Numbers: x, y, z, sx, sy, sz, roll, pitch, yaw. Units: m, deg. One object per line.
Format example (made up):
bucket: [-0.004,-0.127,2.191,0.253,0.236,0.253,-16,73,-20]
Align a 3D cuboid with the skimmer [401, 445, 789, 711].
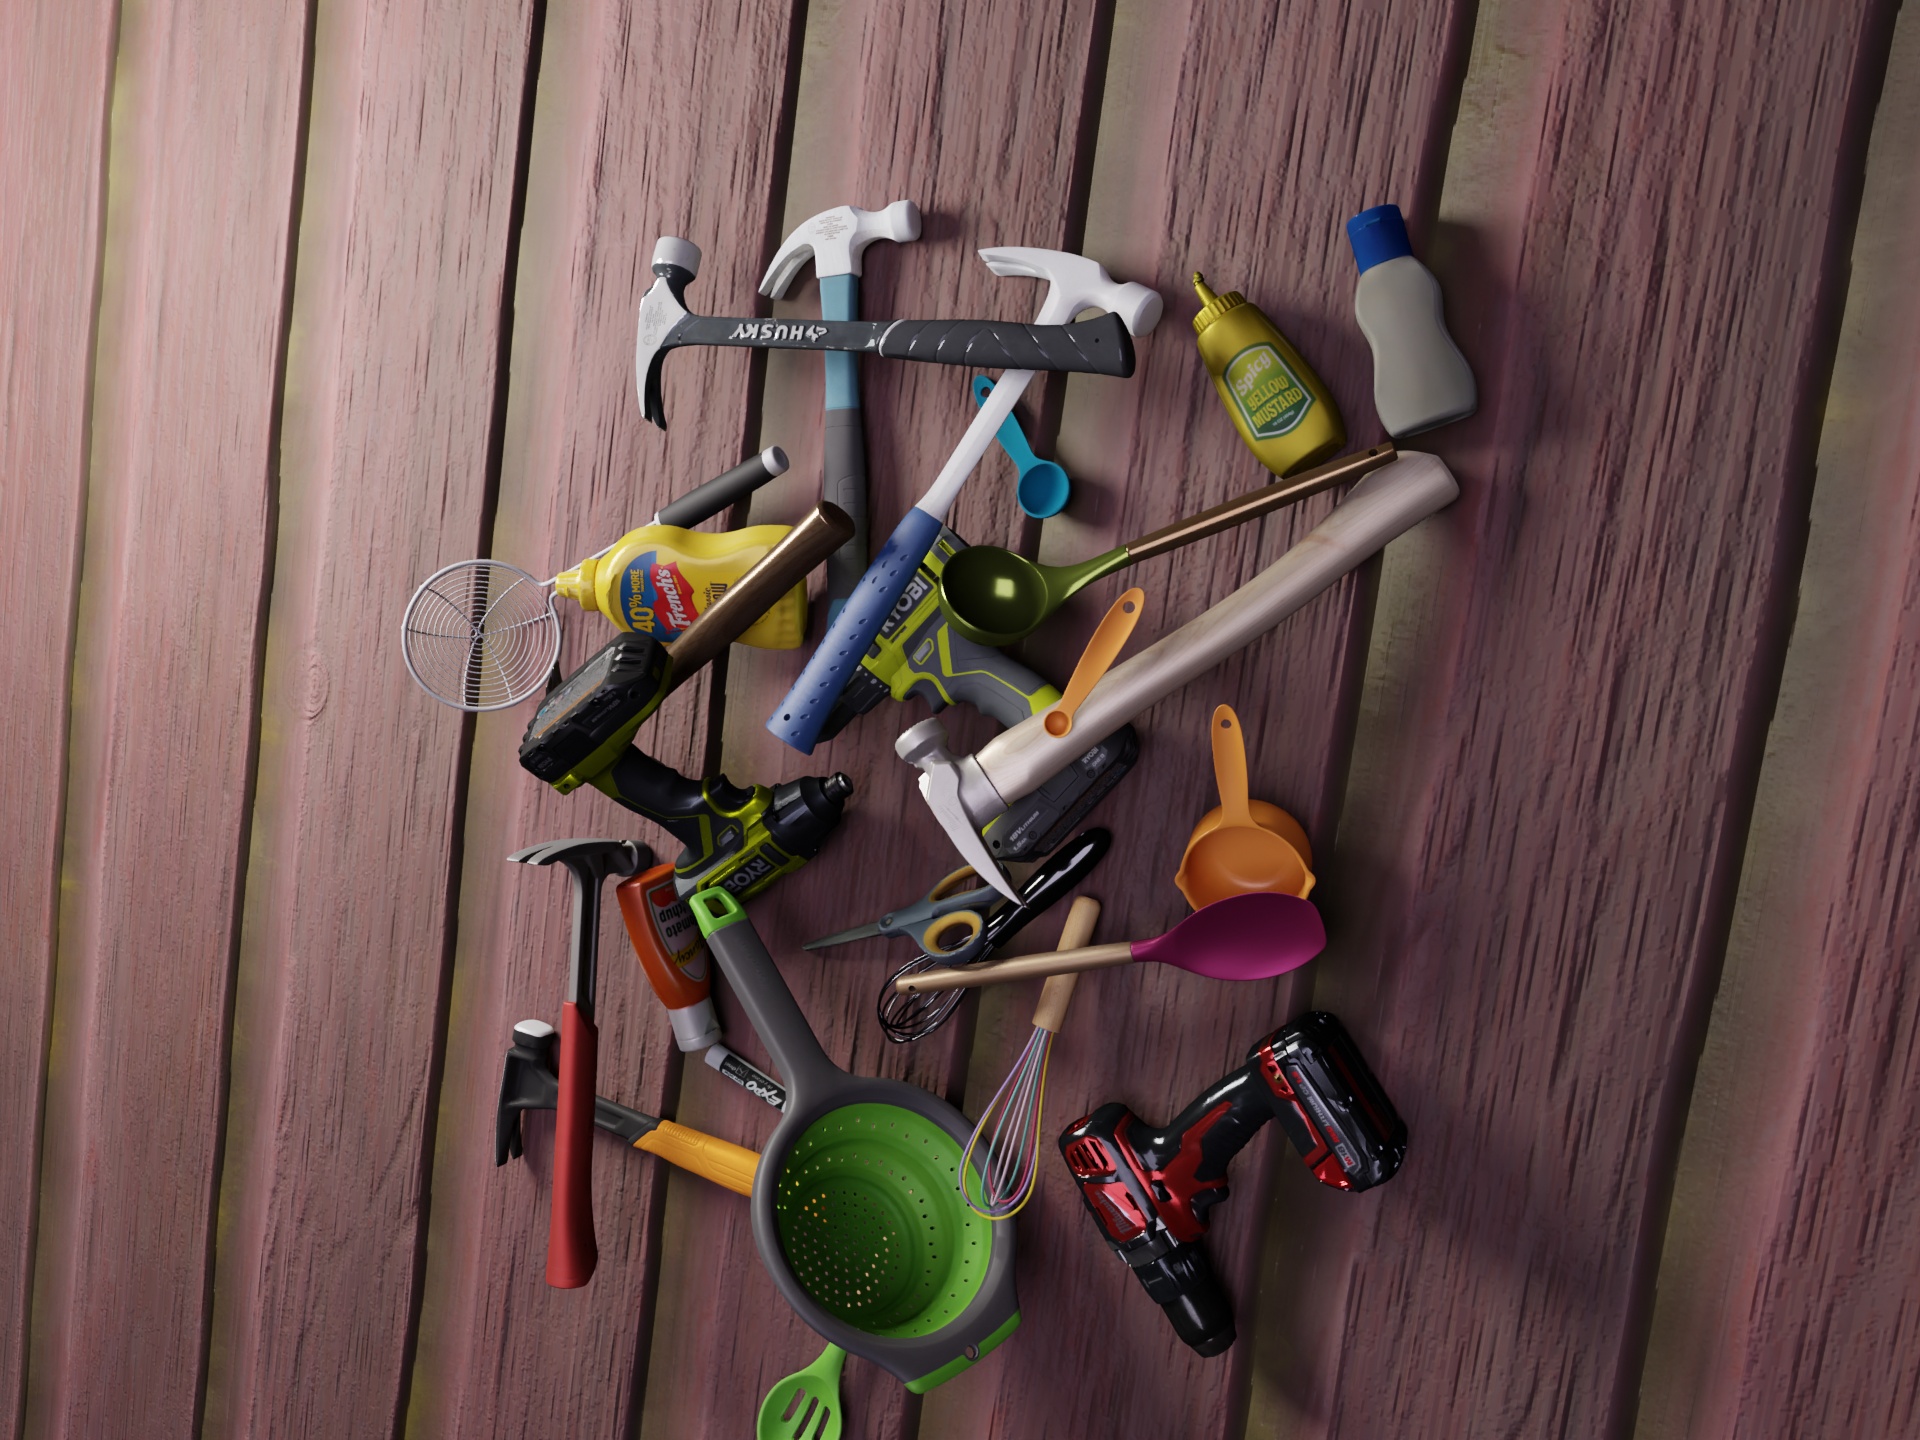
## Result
skimmer: [-0.293,-0.120,1.276,0.363,0.090,0.127,-24,109,26]

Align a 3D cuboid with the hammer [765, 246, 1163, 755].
hammer: [-0.021,-0.159,1.143,0.144,0.035,0.405,33,91,28]

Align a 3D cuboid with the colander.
colander: [-0.110,0.310,1.197,0.397,0.204,0.094,57,140,17]

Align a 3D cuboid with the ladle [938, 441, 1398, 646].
ladle: [0.135,-0.128,1.071,0.320,0.062,0.078,-20,61,14]

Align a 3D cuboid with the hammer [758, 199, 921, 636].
hammer: [-0.089,-0.226,1.225,0.128,0.033,0.331,0,93,22]

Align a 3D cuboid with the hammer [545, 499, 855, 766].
hammer: [-0.200,-0.060,1.209,0.130,0.031,0.331,34,126,-27]

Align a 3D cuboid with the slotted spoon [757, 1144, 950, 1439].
slotted spoon: [-0.077,0.466,1.265,0.070,0.031,0.313,31,102,18]

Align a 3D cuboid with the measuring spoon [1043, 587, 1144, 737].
measuring spoon: [0.091,-0.038,1.064,0.021,0.011,0.117,31,85,12]

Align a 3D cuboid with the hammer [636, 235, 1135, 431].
hammer: [-0.067,-0.274,1.153,0.409,0.036,0.149,9,83,25]

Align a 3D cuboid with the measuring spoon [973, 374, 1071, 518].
measuring spoon: [0.045,-0.204,1.183,0.042,0.021,0.129,-36,70,21]

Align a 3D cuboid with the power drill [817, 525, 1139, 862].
power drill: [-0.002,-0.004,1.168,0.229,0.080,0.190,45,98,16]

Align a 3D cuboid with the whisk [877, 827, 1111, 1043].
whisk: [0.024,0.160,1.197,0.239,0.055,0.055,-43,77,14]

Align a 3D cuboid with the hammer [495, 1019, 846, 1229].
hammer: [-0.243,0.358,1.323,0.337,0.034,0.127,14,98,22]

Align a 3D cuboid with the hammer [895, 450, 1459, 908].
hammer: [0.160,-0.039,1.071,0.410,0.038,0.146,-35,74,5]

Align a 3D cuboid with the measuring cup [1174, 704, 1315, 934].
measuring cup: [0.192,0.060,1.086,0.095,0.052,0.173,-3,113,19]

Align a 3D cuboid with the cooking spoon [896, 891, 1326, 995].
cooking spoon: [0.099,0.167,1.126,0.319,0.017,0.068,-12,112,21]

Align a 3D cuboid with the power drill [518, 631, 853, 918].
power drill: [-0.206,0.043,1.216,0.171,0.080,0.223,-36,118,22]

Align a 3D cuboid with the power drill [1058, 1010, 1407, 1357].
power drill: [0.198,0.326,1.115,0.226,0.080,0.188,-35,80,24]

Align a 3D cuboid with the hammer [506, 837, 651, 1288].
hammer: [-0.311,0.274,1.272,0.037,0.149,0.359,4,91,24]

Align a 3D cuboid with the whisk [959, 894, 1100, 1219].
whisk: [0.059,0.248,1.168,0.047,0.051,0.245,15,85,46]
